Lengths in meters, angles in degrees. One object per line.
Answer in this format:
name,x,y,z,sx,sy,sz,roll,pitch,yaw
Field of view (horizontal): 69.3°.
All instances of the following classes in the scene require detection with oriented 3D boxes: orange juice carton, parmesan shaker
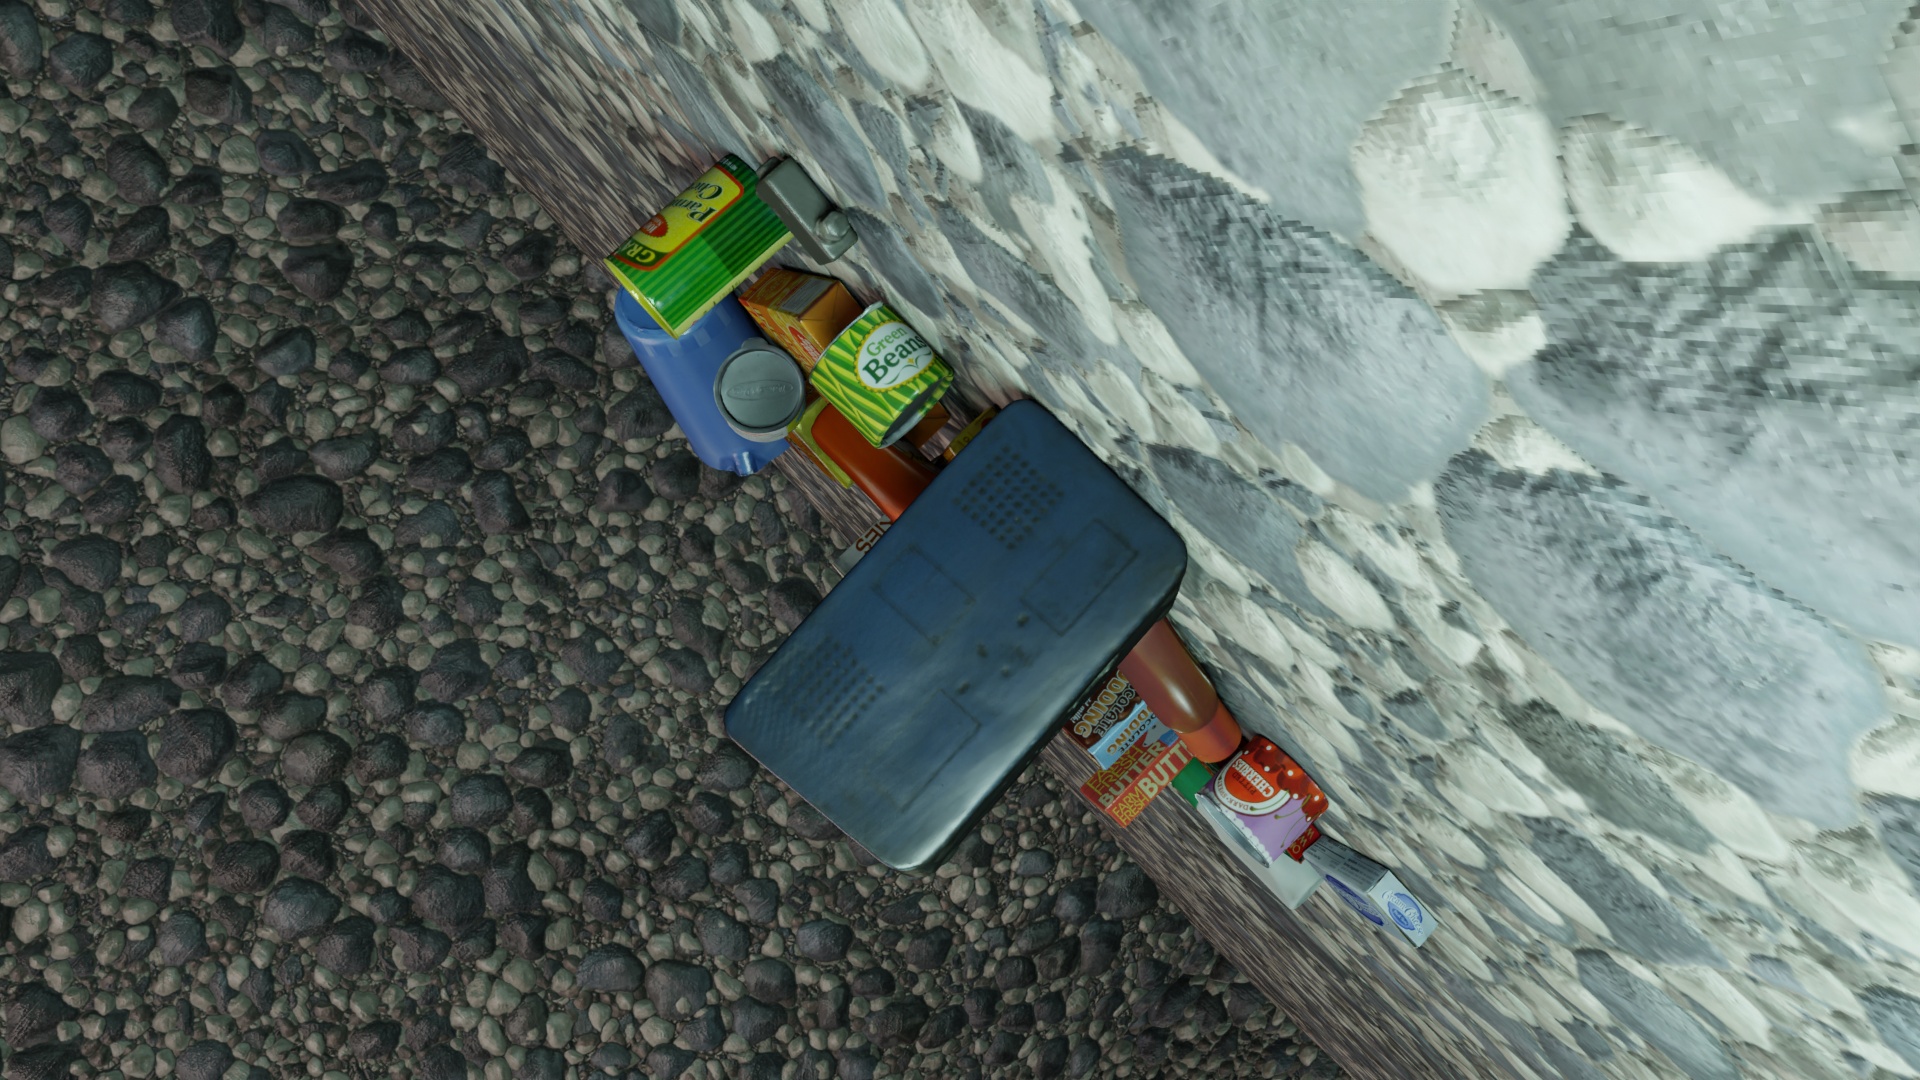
orange juice carton,-0.116,-0.107,1.173,0.071,0.073,0.193,49,174,-22
parmesan shaker,-0.163,-0.185,0.872,0.071,0.103,0.071,46,173,8

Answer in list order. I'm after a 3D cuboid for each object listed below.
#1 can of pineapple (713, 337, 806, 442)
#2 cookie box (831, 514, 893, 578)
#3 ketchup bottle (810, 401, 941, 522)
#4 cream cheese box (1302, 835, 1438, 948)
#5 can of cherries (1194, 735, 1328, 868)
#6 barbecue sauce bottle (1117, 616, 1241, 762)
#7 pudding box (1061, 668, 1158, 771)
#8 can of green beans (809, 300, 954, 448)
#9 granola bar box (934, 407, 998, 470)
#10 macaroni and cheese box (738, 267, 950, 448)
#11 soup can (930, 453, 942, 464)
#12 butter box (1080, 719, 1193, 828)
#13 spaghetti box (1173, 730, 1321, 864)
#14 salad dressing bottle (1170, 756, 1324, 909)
can of pineapple,-0.148,-0.110,1.036,0.071,0.071,0.058,47,174,-1
cookie box,-0.028,0.017,1.142,0.040,0.123,0.167,43,172,23
ketchup bottle,-0.030,-0.030,0.855,0.149,0.043,0.064,45,-169,33
cream cheese box,0.279,0.239,0.953,0.053,0.024,0.104,47,174,-8
can of cherries,0.196,0.169,0.908,0.071,0.058,0.071,47,174,6
barbecue sauce bottle,0.133,0.088,0.892,0.148,0.044,0.065,50,173,-34
pudding box,0.117,0.124,1.028,0.050,0.084,0.030,40,170,44
can of green beans,-0.046,-0.097,0.822,0.058,0.071,0.071,45,173,6
granola bar box,0.039,-0.017,0.878,0.124,0.039,0.165,48,174,-2
macaroni and cheese box,-0.085,-0.131,0.980,0.123,0.040,0.167,50,172,-25
soup can,0.004,-0.013,1.004,0.084,0.071,0.071,45,173,15
butter box,0.141,0.167,1.051,0.024,0.103,0.053,48,172,-18
spaghetti box,0.172,0.134,0.982,0.249,0.029,0.050,49,173,-22
salad dressing bottle,0.232,0.233,1.140,0.148,0.044,0.064,45,175,26
